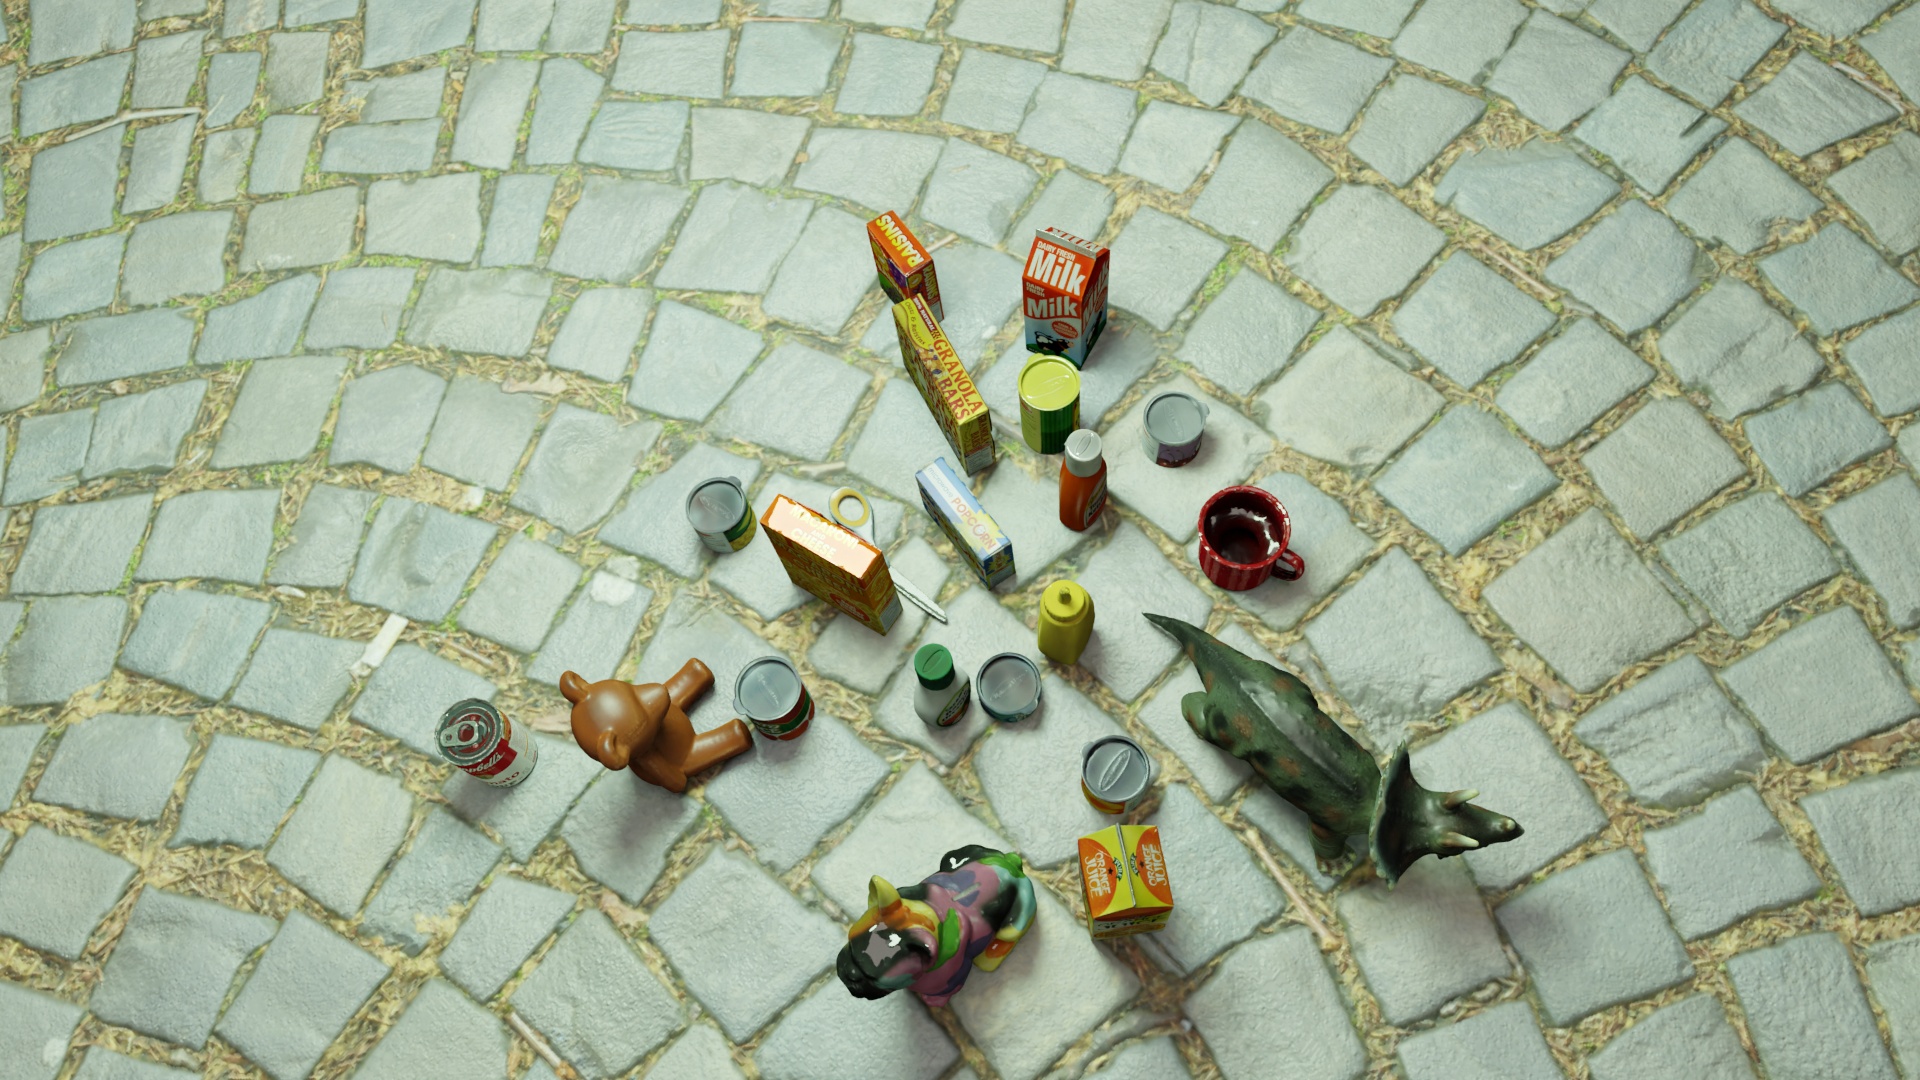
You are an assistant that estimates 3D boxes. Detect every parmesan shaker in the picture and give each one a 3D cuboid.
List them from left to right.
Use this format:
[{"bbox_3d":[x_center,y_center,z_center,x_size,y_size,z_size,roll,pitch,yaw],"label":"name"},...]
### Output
[{"bbox_3d":[0.096,-0.147,1.497,0.071,0.102,0.071,-2,66,4],"label":"parmesan shaker"}]

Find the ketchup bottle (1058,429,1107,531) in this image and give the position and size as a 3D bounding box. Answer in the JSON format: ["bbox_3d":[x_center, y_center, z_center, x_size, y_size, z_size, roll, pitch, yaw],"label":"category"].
[{"bbox_3d":[0.126,-0.066,1.434,0.043,0.148,0.065,28,72,16],"label":"ketchup bottle"}]

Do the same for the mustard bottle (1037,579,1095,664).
[{"bbox_3d":[0.103,0.073,1.369,0.049,0.159,0.065,22,70,14],"label":"mustard bottle"}]

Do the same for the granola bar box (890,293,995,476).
[{"bbox_3d":[-0.017,-0.168,1.505,0.039,0.123,0.166,-26,67,-6],"label":"granola bar box"}]

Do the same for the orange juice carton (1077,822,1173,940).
[{"bbox_3d":[0.146,0.306,1.244,0.073,0.192,0.072,-9,66,1],"label":"orange juice carton"}]

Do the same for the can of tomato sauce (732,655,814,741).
[{"bbox_3d":[-0.187,0.162,1.396,0.071,0.082,0.071,-2,66,4],"label":"can of tomato sauce"}]

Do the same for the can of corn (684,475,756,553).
[{"bbox_3d":[-0.256,-0.028,1.499,0.071,0.058,0.071,-2,66,4],"label":"can of corn"}]

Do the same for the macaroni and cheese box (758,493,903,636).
[{"bbox_3d":[-0.128,0.026,1.405,0.124,0.166,0.040,29,72,16],"label":"macaroni and cheese box"}]

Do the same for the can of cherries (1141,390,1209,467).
[{"bbox_3d":[0.232,-0.120,1.498,0.071,0.058,0.072,-2,66,4],"label":"can of cherries"}]

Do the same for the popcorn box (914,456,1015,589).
[{"bbox_3d":[0.005,-0.018,1.458,0.038,0.085,0.127,-34,68,-10],"label":"popcorn box"}]

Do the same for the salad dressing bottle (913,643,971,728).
[{"bbox_3d":[-0.020,0.141,1.356,0.044,0.147,0.064,36,74,18],"label":"salad dressing bottle"}]

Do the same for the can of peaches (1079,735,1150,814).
[{"bbox_3d":[0.148,0.227,1.352,0.071,0.058,0.071,-2,66,4],"label":"can of peaches"}]

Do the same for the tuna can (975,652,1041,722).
[{"bbox_3d":[0.051,0.151,1.408,0.071,0.032,0.071,-2,66,4],"label":"tuna can"}]

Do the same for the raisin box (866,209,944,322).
[{"bbox_3d":[-0.062,-0.302,1.568,0.040,0.123,0.086,-32,68,-9],"label":"raisin box"}]

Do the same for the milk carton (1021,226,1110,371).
[{"bbox_3d":[0.114,-0.270,1.502,0.072,0.190,0.074,24,71,14],"label":"milk carton"}]
